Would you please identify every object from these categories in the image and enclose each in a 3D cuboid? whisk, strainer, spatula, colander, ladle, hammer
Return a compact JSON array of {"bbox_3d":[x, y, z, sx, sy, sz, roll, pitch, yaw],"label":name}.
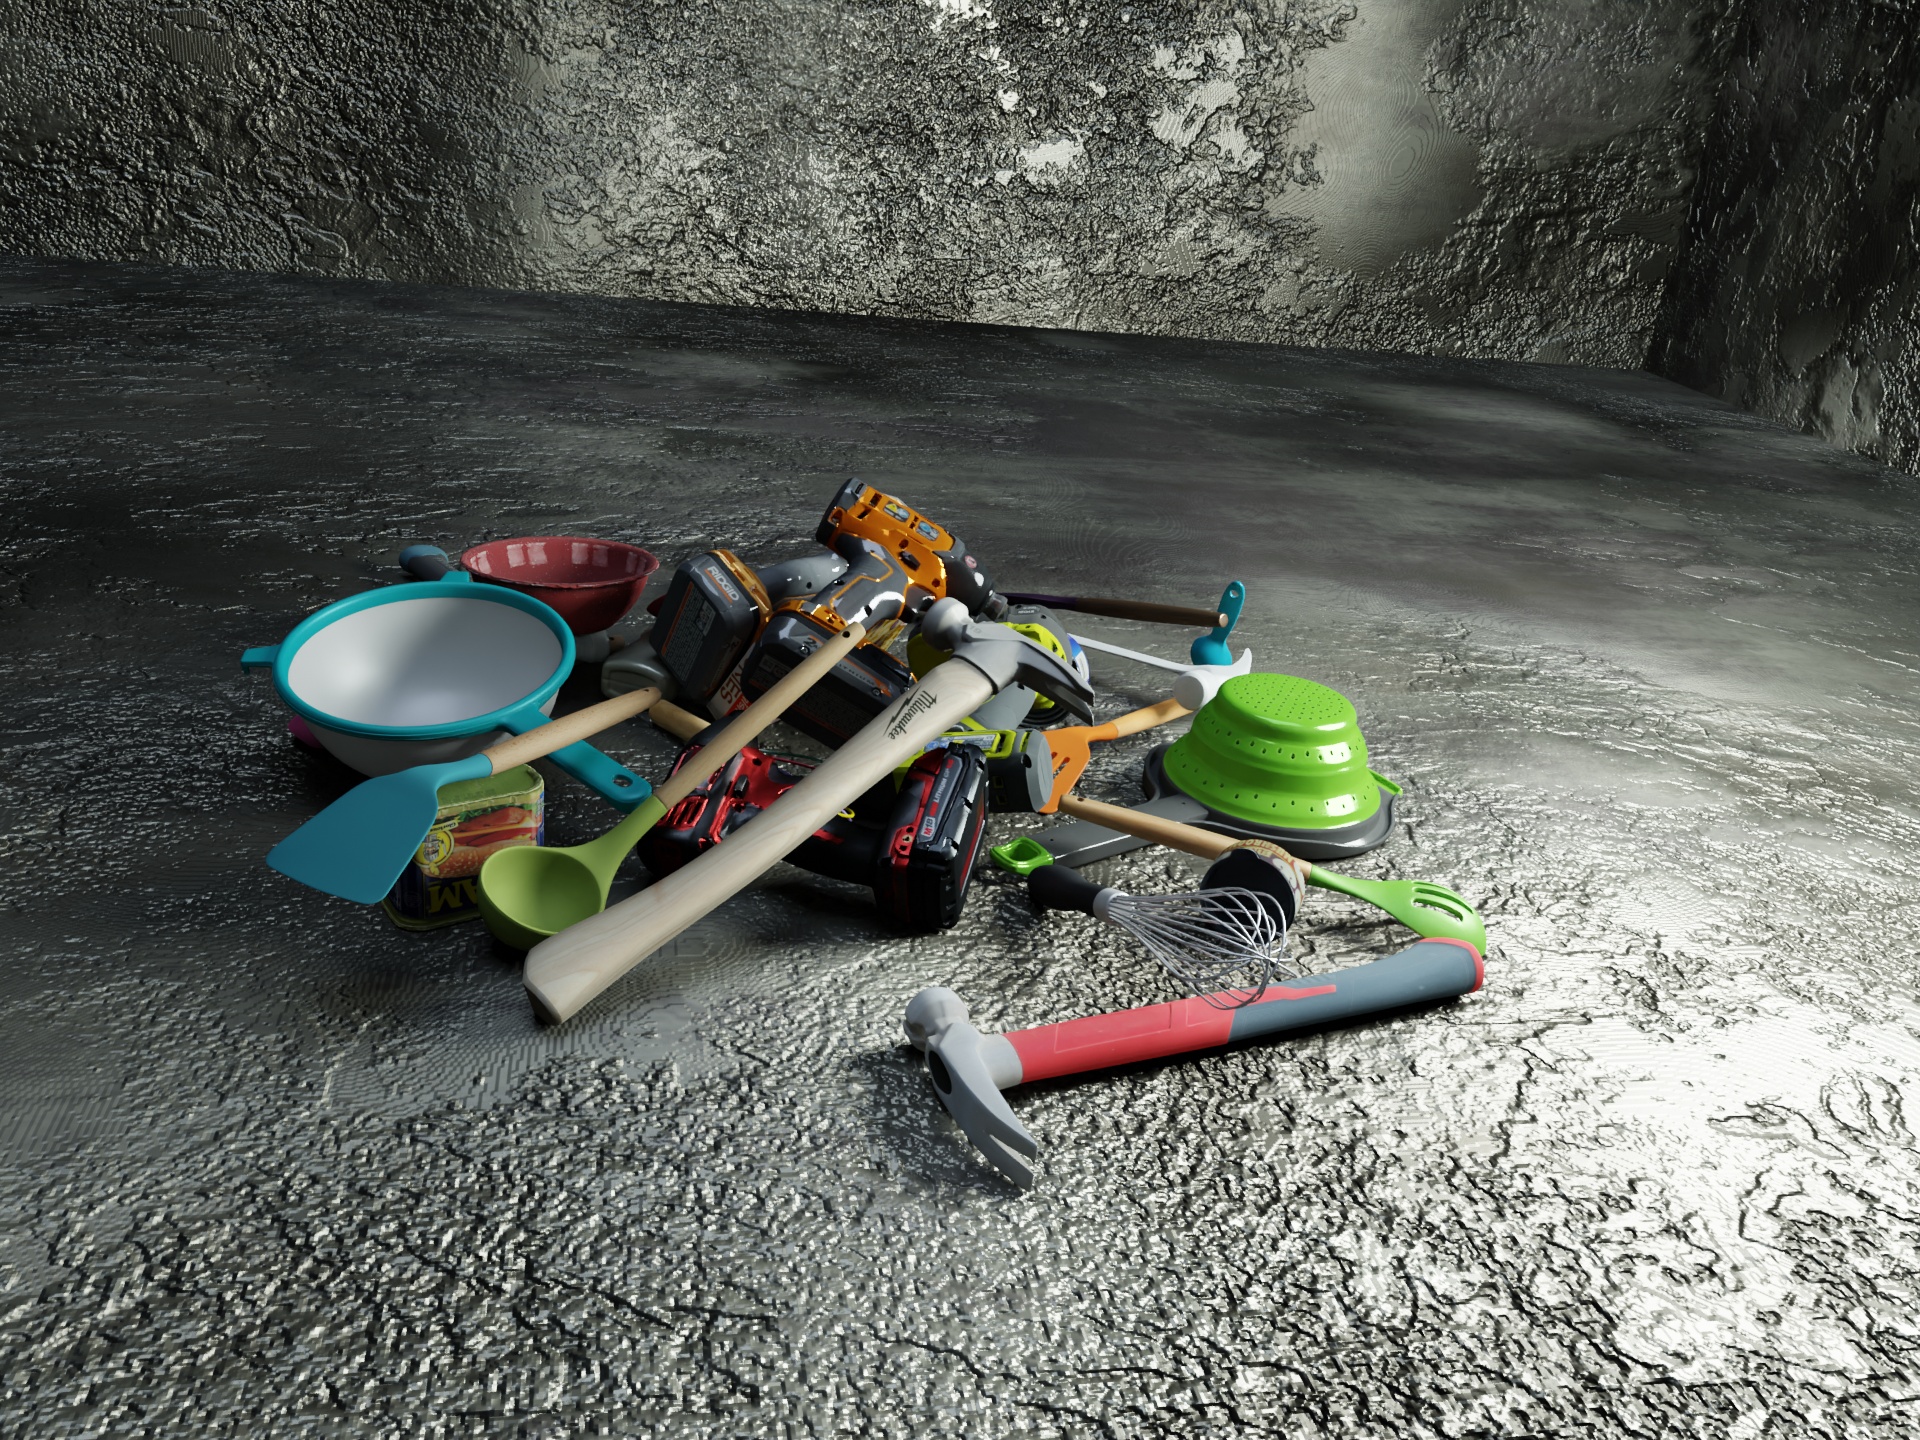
[{"bbox_3d":[0.111,0.123,0.990,0.070,0.070,0.285,-5,6,-25],"label":"whisk"},{"bbox_3d":[-0.343,0.012,1.153,0.341,0.095,0.211,29,40,29],"label":"strainer"},{"bbox_3d":[-0.285,0.031,0.999,0.082,0.044,0.317,16,21,21],"label":"spatula"},{"bbox_3d":[0.188,0.036,1.224,0.397,0.094,0.205,-12,30,-36],"label":"colander"},{"bbox_3d":[-0.177,0.031,1.032,0.078,0.062,0.320,40,67,16],"label":"ladle"},{"bbox_3d":[-0.243,-0.125,1.490,0.069,0.031,0.315,-20,11,0],"label":"ladle"},{"bbox_3d":[0.169,0.187,0.954,0.386,0.038,0.143,-5,28,-25],"label":"hammer"},{"bbox_3d":[0.139,0.013,1.358,0.081,0.041,0.322,23,25,33],"label":"spatula"},{"bbox_3d":[-0.167,0.028,1.222,0.047,0.051,0.245,-22,33,-38],"label":"whisk"},{"bbox_3d":[0.136,-0.110,1.544,0.059,0.018,0.316,8,2,-40],"label":"spatula"},{"bbox_3d":[-0.093,0.060,1.007,0.146,0.038,0.410,32,55,31],"label":"hammer"},{"bbox_3d":[0.086,-0.084,1.514,0.406,0.035,0.144,18,19,32],"label":"hammer"},{"bbox_3d":[-0.438,-0.105,1.432,0.128,0.033,0.331,-9,24,-33],"label":"hammer"}]

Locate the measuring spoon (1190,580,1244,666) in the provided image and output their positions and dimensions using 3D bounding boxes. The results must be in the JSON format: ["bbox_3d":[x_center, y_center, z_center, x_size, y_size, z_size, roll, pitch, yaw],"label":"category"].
[{"bbox_3d":[0.241,-0.083,1.488,0.042,0.128,0.021,32,57,15],"label":"measuring spoon"}]

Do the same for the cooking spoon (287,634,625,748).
[{"bbox_3d":[-0.402,-0.028,1.314,0.069,0.017,0.319,31,33,27],"label":"cooking spoon"}]

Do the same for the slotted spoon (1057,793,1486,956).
[{"bbox_3d":[0.220,0.102,1.119,0.314,0.031,0.070,16,28,5],"label":"slotted spoon"}]

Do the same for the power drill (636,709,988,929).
[{"bbox_3d":[-0.097,0.059,1.087,0.220,0.078,0.143,9,46,11],"label":"power drill"}]

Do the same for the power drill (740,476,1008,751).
[{"bbox_3d":[-0.057,-0.077,1.213,0.164,0.084,0.227,30,44,-6],"label":"power drill"}]

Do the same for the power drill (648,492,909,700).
[{"bbox_3d":[-0.153,-0.095,1.365,0.226,0.185,0.084,-28,71,-40],"label":"power drill"}]

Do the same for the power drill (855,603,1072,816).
[{"bbox_3d":[-0.002,-0.004,1.255,0.171,0.080,0.223,-3,31,16],"label":"power drill"}]
